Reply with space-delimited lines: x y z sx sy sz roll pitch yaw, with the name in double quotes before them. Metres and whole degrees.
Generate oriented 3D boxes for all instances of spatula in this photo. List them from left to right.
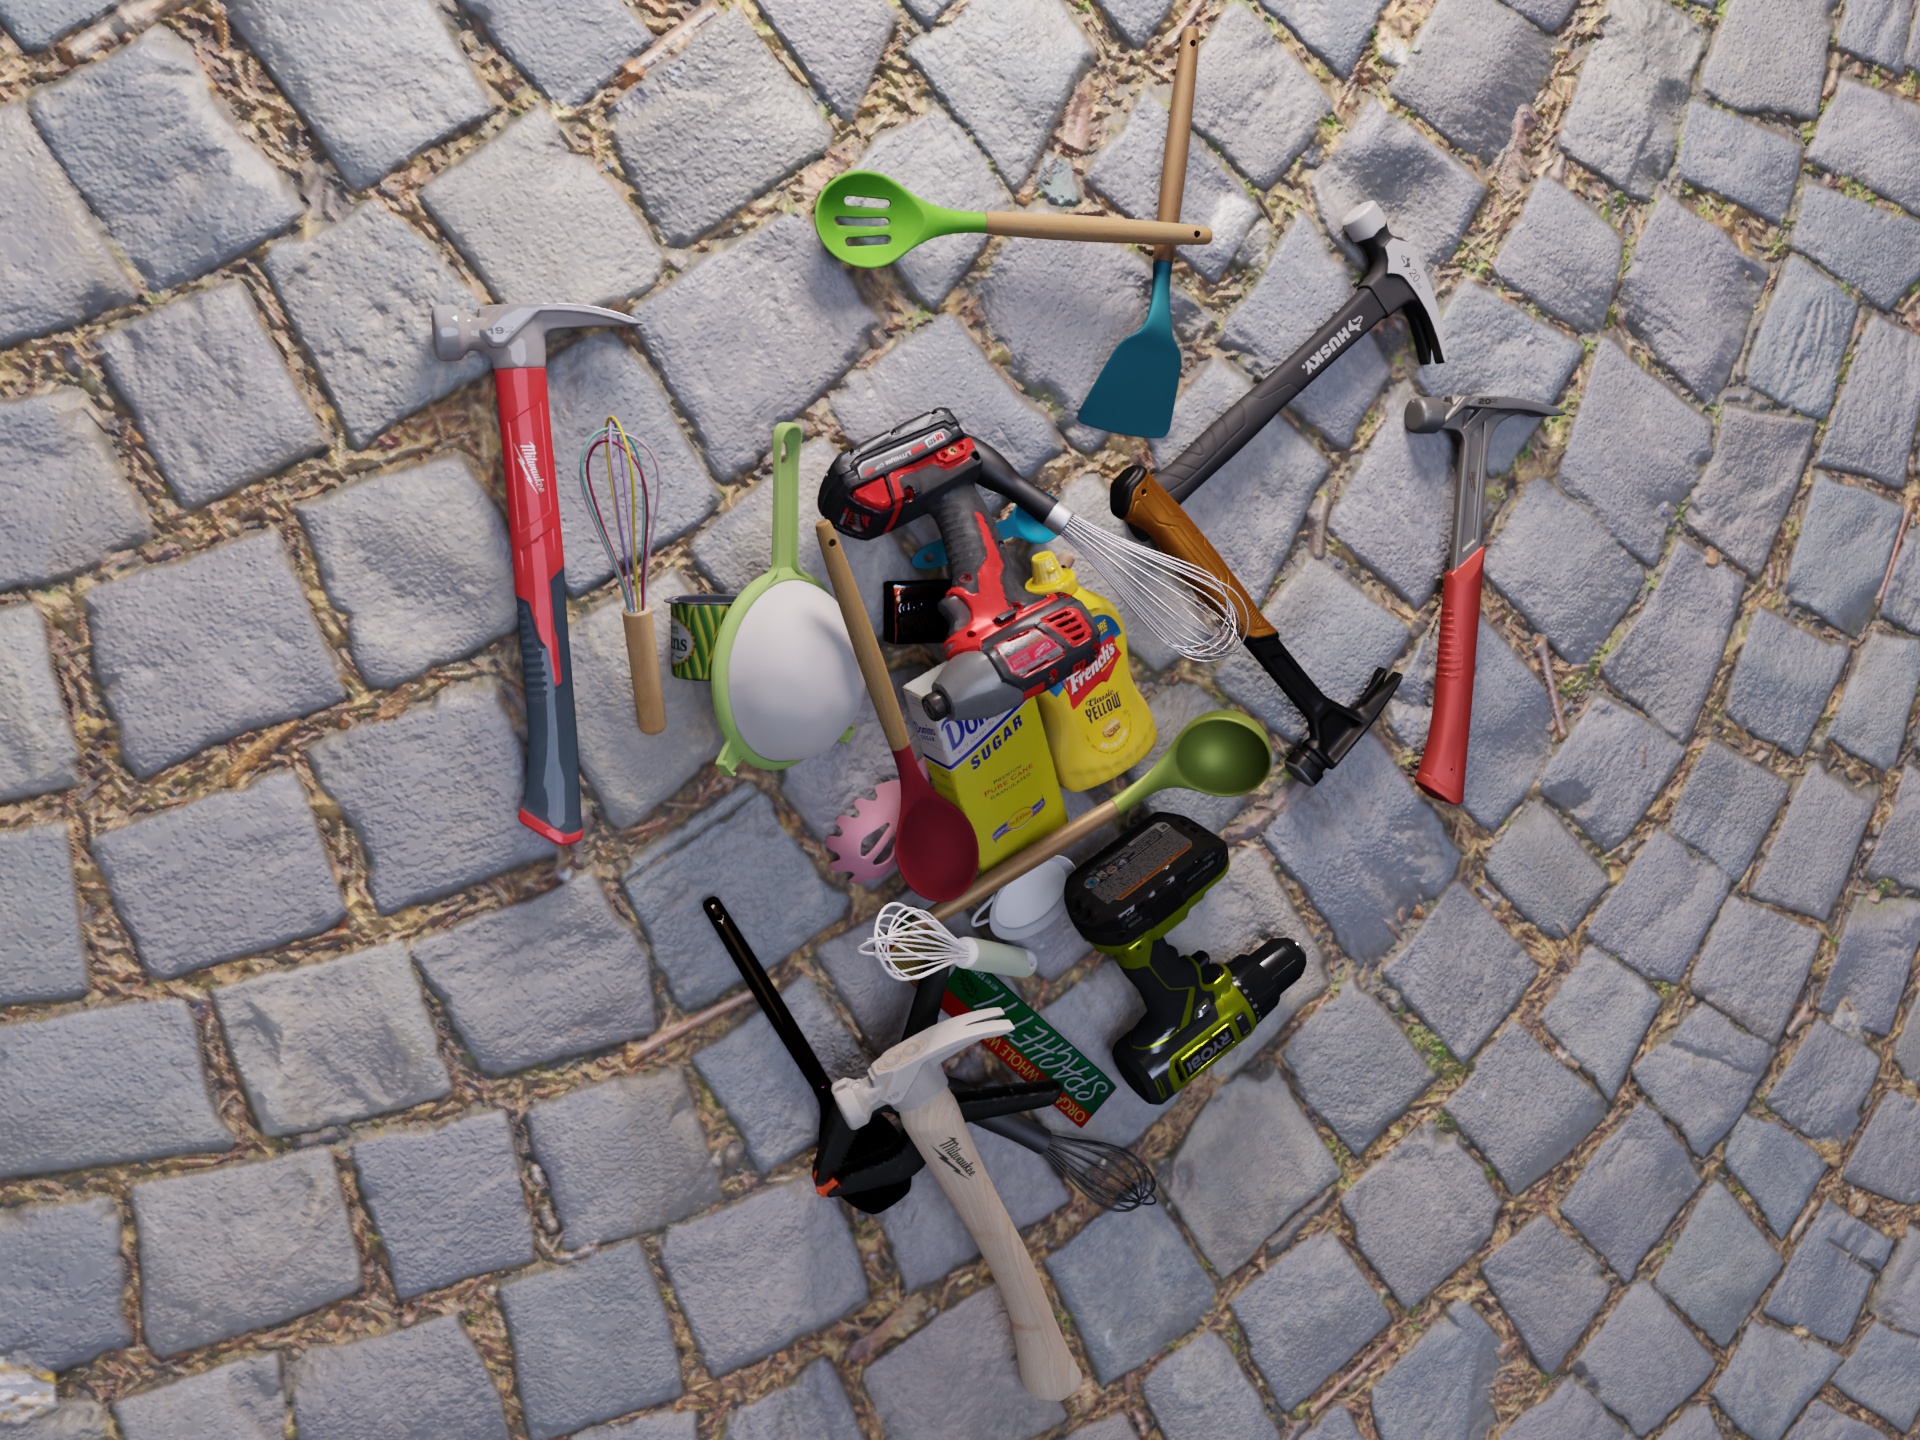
"spatula" 0.157 -0.388 1.265 0.082 0.044 0.317 7 92 -20

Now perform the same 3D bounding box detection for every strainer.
"strainer" -0.108 -0.085 1.156 0.151 0.069 0.256 -16 112 -54
"strainer" 0.116 0.132 1.331 0.258 0.050 0.086 -7 127 -24

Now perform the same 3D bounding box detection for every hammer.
"hammer" -0.288 -0.102 1.147 0.143 0.038 0.386 -7 101 -20
"hammer" 0.034 0.414 1.308 0.146 0.038 0.410 -27 119 -8
"hammer" 0.239 -0.092 1.317 0.127 0.034 0.336 -48 118 -5
"hammer" 0.262 -0.266 1.315 0.335 0.035 0.146 -43 109 -8
"hammer" 0.452 -0.105 1.410 0.149 0.037 0.359 -1 99 -19

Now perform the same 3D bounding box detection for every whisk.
"whisk" -0.234 -0.097 1.135 0.051 0.047 0.244 -39 135 -48
"whisk" -0.002 0.180 1.232 0.059 0.246 0.058 -21 69 23
"whisk" 0.071 0.358 1.351 0.238 0.055 0.055 32 88 -18
"whisk" 0.103 -0.138 1.236 0.284 0.070 0.070 36 86 1

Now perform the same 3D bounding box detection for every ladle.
"ladle" -0.052 -0.002 1.166 0.069 0.031 0.315 -30 119 -23
"ladle" 0.105 0.086 1.254 0.320 0.062 0.078 -30 118 -12

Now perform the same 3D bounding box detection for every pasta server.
"pasta server" -0.002 -0.004 1.274 0.060 0.040 0.316 37 82 -21

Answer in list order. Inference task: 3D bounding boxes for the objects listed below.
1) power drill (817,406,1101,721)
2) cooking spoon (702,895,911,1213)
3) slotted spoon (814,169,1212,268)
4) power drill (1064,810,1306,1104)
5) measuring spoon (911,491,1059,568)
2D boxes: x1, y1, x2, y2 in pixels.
"power drill" -0.008 -0.107 1.173 0.143 0.078 0.220 -30 83 -21
"cooking spoon" -0.125 0.273 1.280 0.069 0.017 0.318 -32 109 -12
"slotted spoon" 0.043 -0.374 1.207 0.313 0.031 0.070 -1 101 -13
"power drill" 0.193 0.191 1.330 0.190 0.080 0.228 -35 124 -15
"measuring spoon" 0.020 -0.146 1.263 0.128 0.021 0.042 -20 94 -6
